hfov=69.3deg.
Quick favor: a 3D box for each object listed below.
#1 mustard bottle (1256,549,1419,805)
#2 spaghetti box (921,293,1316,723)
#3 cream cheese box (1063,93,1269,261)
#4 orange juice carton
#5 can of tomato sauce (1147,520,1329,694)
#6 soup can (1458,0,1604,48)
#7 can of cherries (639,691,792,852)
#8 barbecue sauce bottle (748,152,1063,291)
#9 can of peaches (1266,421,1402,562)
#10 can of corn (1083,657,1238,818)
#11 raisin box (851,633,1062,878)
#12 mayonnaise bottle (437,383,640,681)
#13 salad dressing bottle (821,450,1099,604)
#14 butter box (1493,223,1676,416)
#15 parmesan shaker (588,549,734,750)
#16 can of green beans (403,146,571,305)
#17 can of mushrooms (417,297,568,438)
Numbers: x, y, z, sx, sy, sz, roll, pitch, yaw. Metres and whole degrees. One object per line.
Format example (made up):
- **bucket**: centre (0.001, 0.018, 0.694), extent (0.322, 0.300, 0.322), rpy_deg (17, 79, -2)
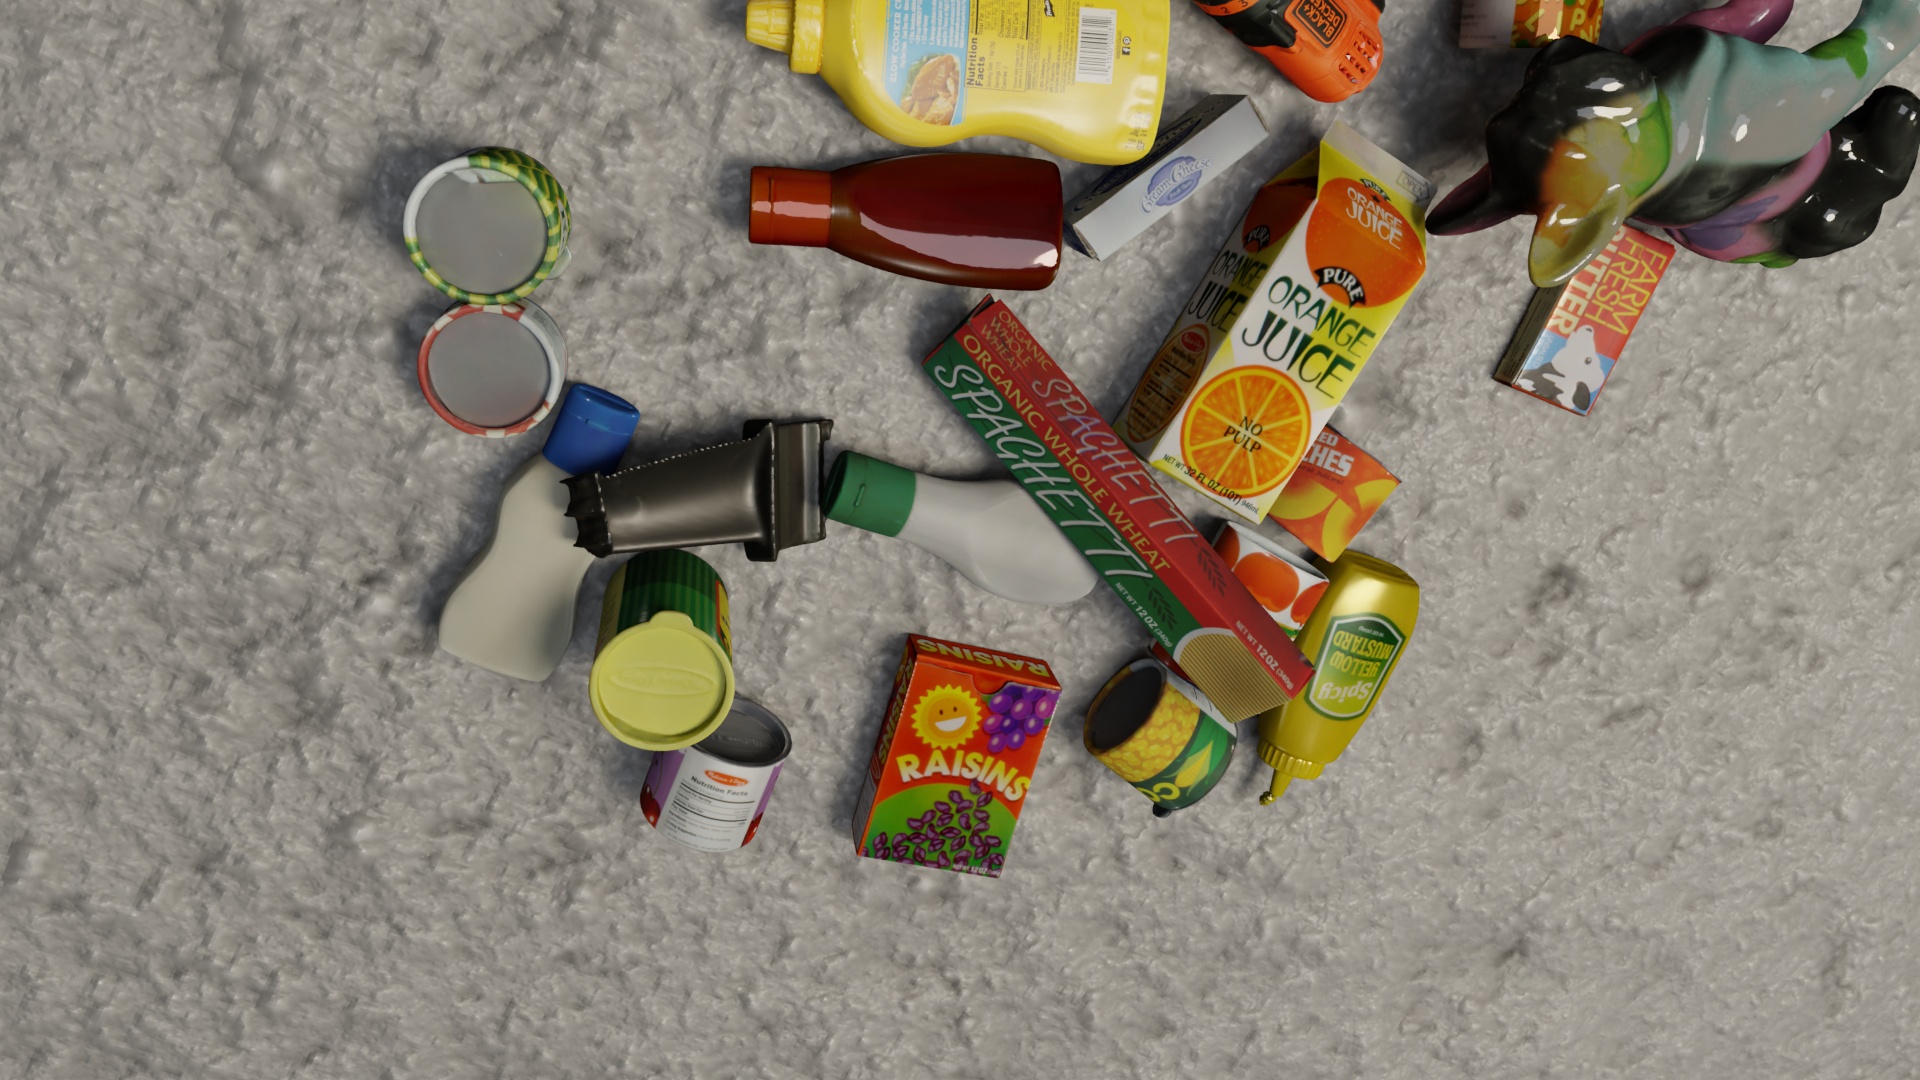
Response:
- **mustard bottle**: centre (0.207, 0.086, 0.796), extent (0.065, 0.049, 0.159), rpy_deg (15, 105, -14)
- **spaghetti box**: centre (0.078, -0.013, 0.699), extent (0.250, 0.050, 0.029), rpy_deg (49, 52, -3)
- **cream cheese box**: centre (0.096, -0.179, 0.683), extent (0.104, 0.053, 0.024), rpy_deg (-36, 109, 3)
- **orange juice carton**: centre (0.164, -0.113, 0.707), extent (0.072, 0.073, 0.192), rpy_deg (28, 101, -18)
- **can of tomato sauce**: centre (0.154, 0.042, 0.760), extent (0.071, 0.071, 0.083), rpy_deg (25, 102, -18)
- **soup can**: centre (0.283, -0.283, 0.675), extent (0.071, 0.071, 0.083), rpy_deg (-4, 110, -9)
- **can of cherries**: centre (-0.130, 0.121, 0.736), extent (0.071, 0.072, 0.058), rpy_deg (17, 111, -16)
- **barbecue sauce bottle**: centre (-0.027, -0.157, 0.669), extent (0.149, 0.043, 0.065), rpy_deg (2, 80, -10)
- **can of peaches**: centre (0.190, -0.030, 0.743), extent (0.071, 0.071, 0.058), rpy_deg (34, 101, -19)
- **can of corn**: centre (0.110, 0.110, 0.776), extent (0.058, 0.071, 0.071), rpy_deg (39, 98, -19)
- **raisin box**: centre (-0.004, 0.121, 0.774), extent (0.086, 0.040, 0.123), rpy_deg (13, 105, -14)
- **mayonnaise bottle**: centre (-0.205, -0.005, 0.693), extent (0.065, 0.041, 0.147), rpy_deg (23, 101, -19)
- **salad dressing bottle**: centre (0.003, -0.009, 0.722), extent (0.148, 0.044, 0.064), rpy_deg (17, 97, -20)
- **butter box**: centre (0.342, -0.125, 0.763), extent (0.053, 0.024, 0.103), rpy_deg (20, 104, -16)
- **parmesan shaker**: centre (-0.146, 0.048, 0.688), extent (0.071, 0.103, 0.071), rpy_deg (-3, 110, -9)
- **can of green beans**: centre (-0.214, -0.144, 0.633), extent (0.071, 0.058, 0.071), rpy_deg (-3, 110, -9)
- **can of mushrooms**: centre (-0.226, -0.083, 0.665), extent (0.071, 0.033, 0.070), rpy_deg (-4, 110, -10)
